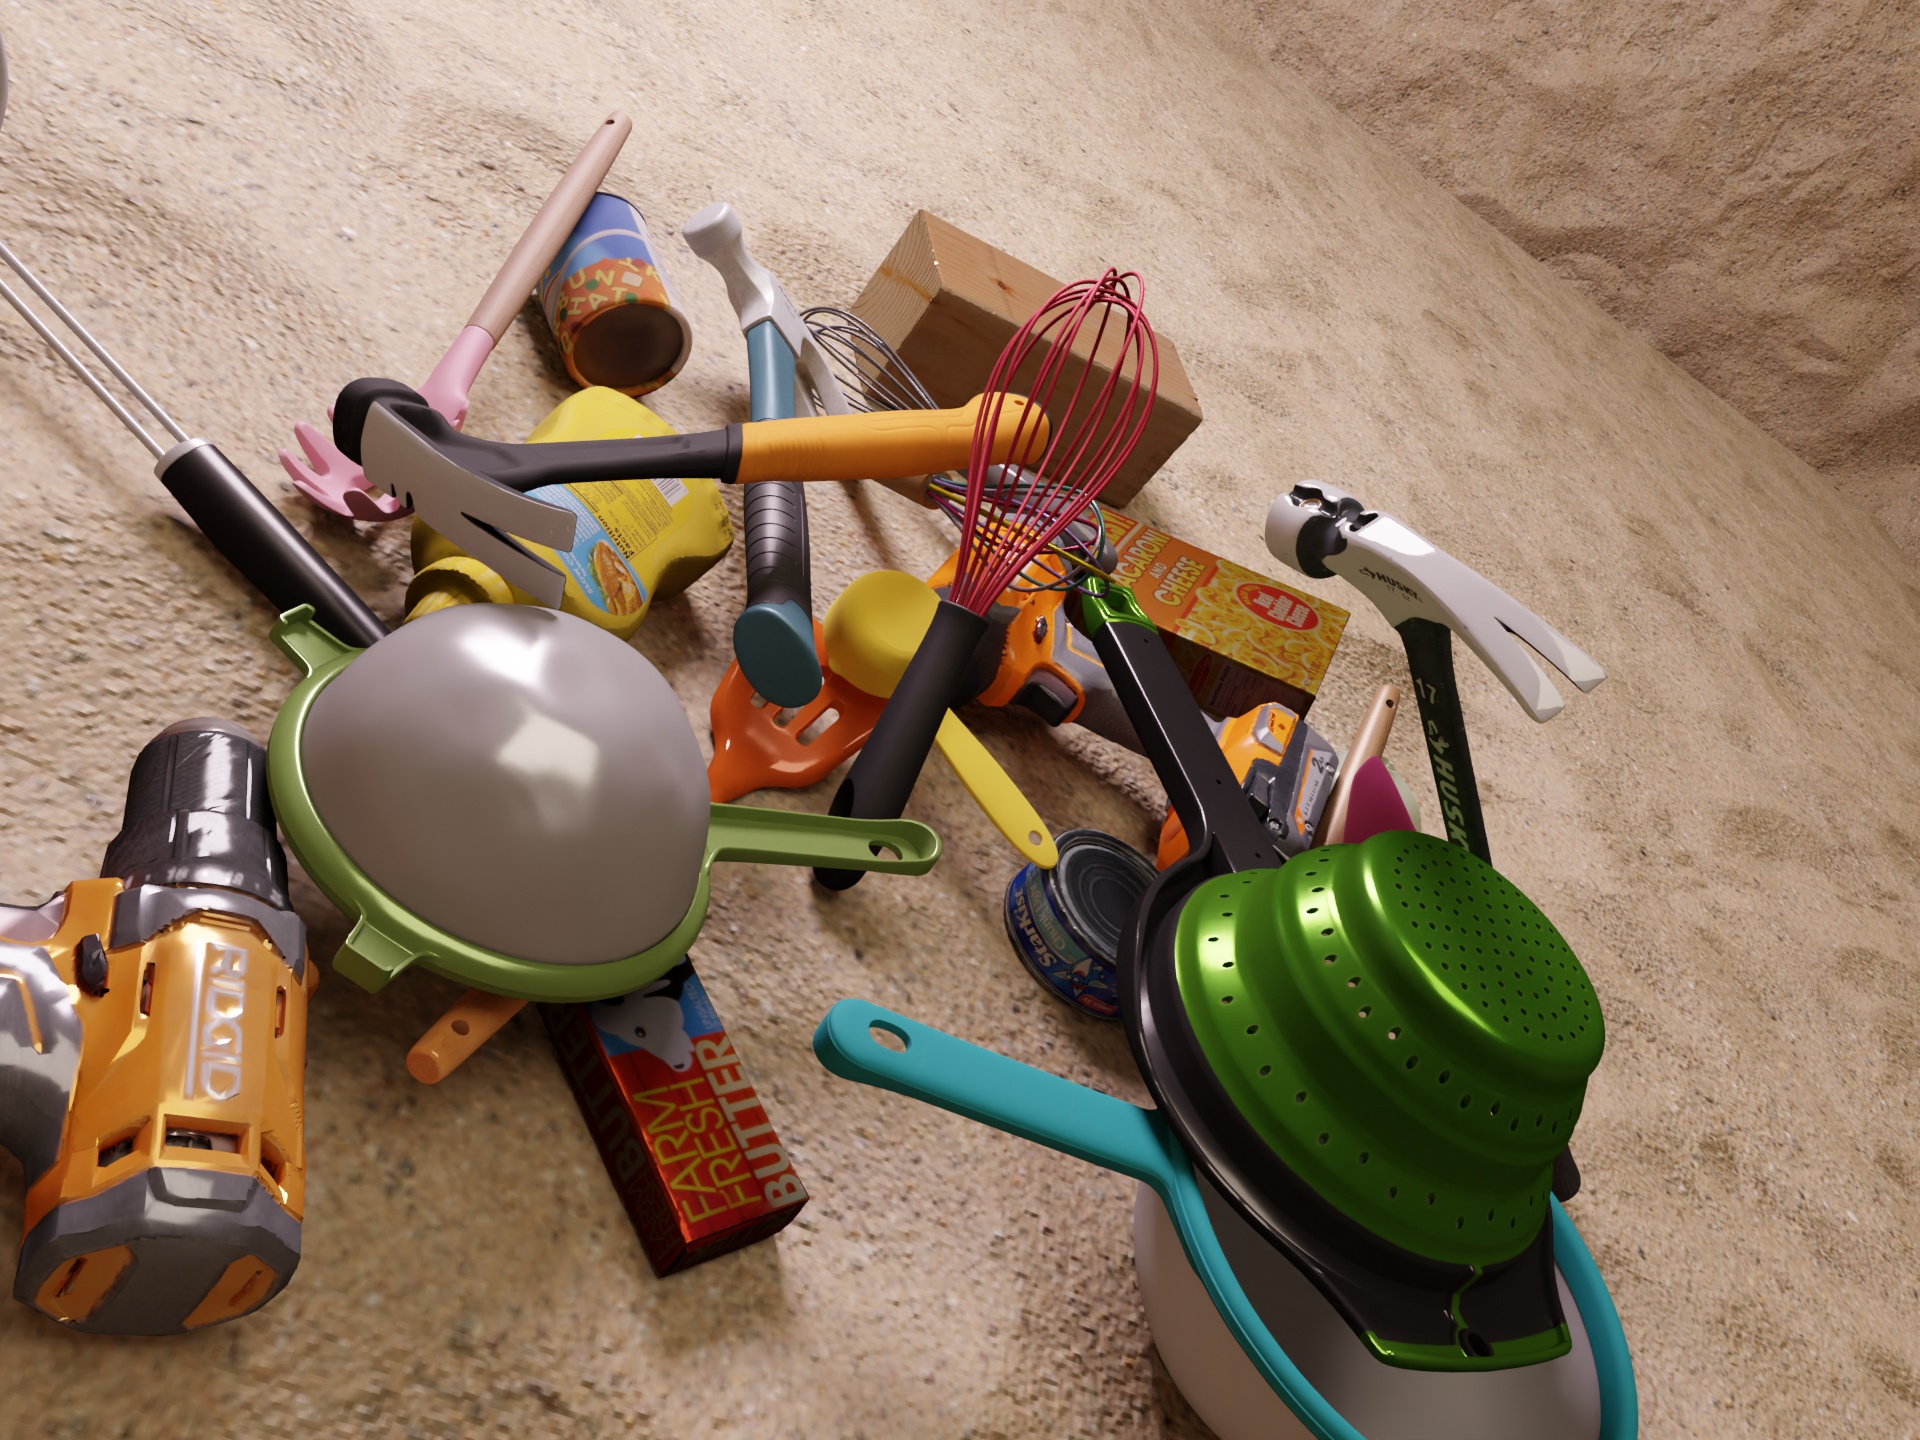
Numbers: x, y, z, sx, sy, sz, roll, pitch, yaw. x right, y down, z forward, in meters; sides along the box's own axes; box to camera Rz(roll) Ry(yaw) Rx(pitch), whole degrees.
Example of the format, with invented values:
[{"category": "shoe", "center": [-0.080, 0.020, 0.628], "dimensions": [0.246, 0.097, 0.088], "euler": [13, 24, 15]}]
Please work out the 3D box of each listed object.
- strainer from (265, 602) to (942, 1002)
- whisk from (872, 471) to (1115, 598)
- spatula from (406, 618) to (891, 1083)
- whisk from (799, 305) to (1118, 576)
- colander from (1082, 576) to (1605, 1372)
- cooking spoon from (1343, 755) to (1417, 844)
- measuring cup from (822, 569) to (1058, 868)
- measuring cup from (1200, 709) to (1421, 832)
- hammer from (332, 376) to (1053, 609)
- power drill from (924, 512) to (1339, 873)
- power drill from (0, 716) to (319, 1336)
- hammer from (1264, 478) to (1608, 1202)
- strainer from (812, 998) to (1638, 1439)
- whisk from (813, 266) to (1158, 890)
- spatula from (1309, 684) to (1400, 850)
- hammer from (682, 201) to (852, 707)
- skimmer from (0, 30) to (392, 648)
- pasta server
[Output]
[{"category": "strainer", "center": [-0.094, 0.018, 0.540], "dimensions": [0.256, 0.069, 0.152], "euler": [10, 39, -40]}, {"category": "whisk", "center": [-0.003, -0.113, 0.799], "dimensions": [0.047, 0.051, 0.245], "euler": [-10, 27, -31]}, {"category": "spatula", "center": [-0.106, 0.036, 0.596], "dimensions": [0.081, 0.041, 0.323], "euler": [40, 26, -1]}, {"category": "whisk", "center": [-0.008, -0.154, 0.895], "dimensions": [0.239, 0.055, 0.055], "euler": [39, 32, 13]}, {"category": "colander", "center": [0.144, 0.051, 0.644], "dimensions": [0.204, 0.094, 0.398], "euler": [12, 39, -33]}, {"category": "cooking spoon", "center": [0.256, 0.078, 0.857], "dimensions": [0.318, 0.017, 0.069], "euler": [25, 73, -57]}, {"category": "measuring cup", "center": [-0.001, -0.002, 0.704], "dimensions": [0.062, 0.029, 0.156], "euler": [-30, 77, -38]}, {"category": "measuring cup", "center": [0.176, 0.033, 0.890], "dimensions": [0.168, 0.083, 0.038], "euler": [37, 39, 22]}, {"category": "hammer", "center": [-0.069, -0.108, 0.650], "dimensions": [0.127, 0.034, 0.337], "euler": [34, 31, 31]}, {"category": "power drill", "center": [0.070, 0.001, 0.798], "dimensions": [0.226, 0.084, 0.164], "euler": [38, 36, 1]}, {"category": "power drill", "center": [-0.276, 0.050, 0.396], "dimensions": [0.226, 0.084, 0.186], "euler": [20, 37, -35]}, {"category": "hammer", "center": [0.232, 0.086, 0.693], "dimensions": [0.149, 0.036, 0.408], "euler": [44, -17, 52]}, {"category": "strainer", "center": [0.086, 0.193, 0.585], "dimensions": [0.340, 0.095, 0.211], "euler": [25, 34, -16]}, {"category": "whisk", "center": [0.010, -0.062, 0.675], "dimensions": [0.073, 0.296, 0.073], "euler": [26, -7, 3]}, {"category": "spatula", "center": [0.174, 0.094, 0.775], "dimensions": [0.082, 0.044, 0.318], "euler": [36, 56, -8]}, {"category": "hammer", "center": [-0.090, -0.126, 0.756], "dimensions": [0.128, 0.033, 0.331], "euler": [54, 17, -38]}, {"category": "skimmer", "center": [-0.322, -0.148, 0.562], "dimensions": [0.363, 0.090, 0.127], "euler": [46, 67, 2]}, {"category": "pasta server", "center": [-0.208, -0.194, 0.716], "dimensions": [0.060, 0.040, 0.316], "euler": [8, 51, 9]}]
